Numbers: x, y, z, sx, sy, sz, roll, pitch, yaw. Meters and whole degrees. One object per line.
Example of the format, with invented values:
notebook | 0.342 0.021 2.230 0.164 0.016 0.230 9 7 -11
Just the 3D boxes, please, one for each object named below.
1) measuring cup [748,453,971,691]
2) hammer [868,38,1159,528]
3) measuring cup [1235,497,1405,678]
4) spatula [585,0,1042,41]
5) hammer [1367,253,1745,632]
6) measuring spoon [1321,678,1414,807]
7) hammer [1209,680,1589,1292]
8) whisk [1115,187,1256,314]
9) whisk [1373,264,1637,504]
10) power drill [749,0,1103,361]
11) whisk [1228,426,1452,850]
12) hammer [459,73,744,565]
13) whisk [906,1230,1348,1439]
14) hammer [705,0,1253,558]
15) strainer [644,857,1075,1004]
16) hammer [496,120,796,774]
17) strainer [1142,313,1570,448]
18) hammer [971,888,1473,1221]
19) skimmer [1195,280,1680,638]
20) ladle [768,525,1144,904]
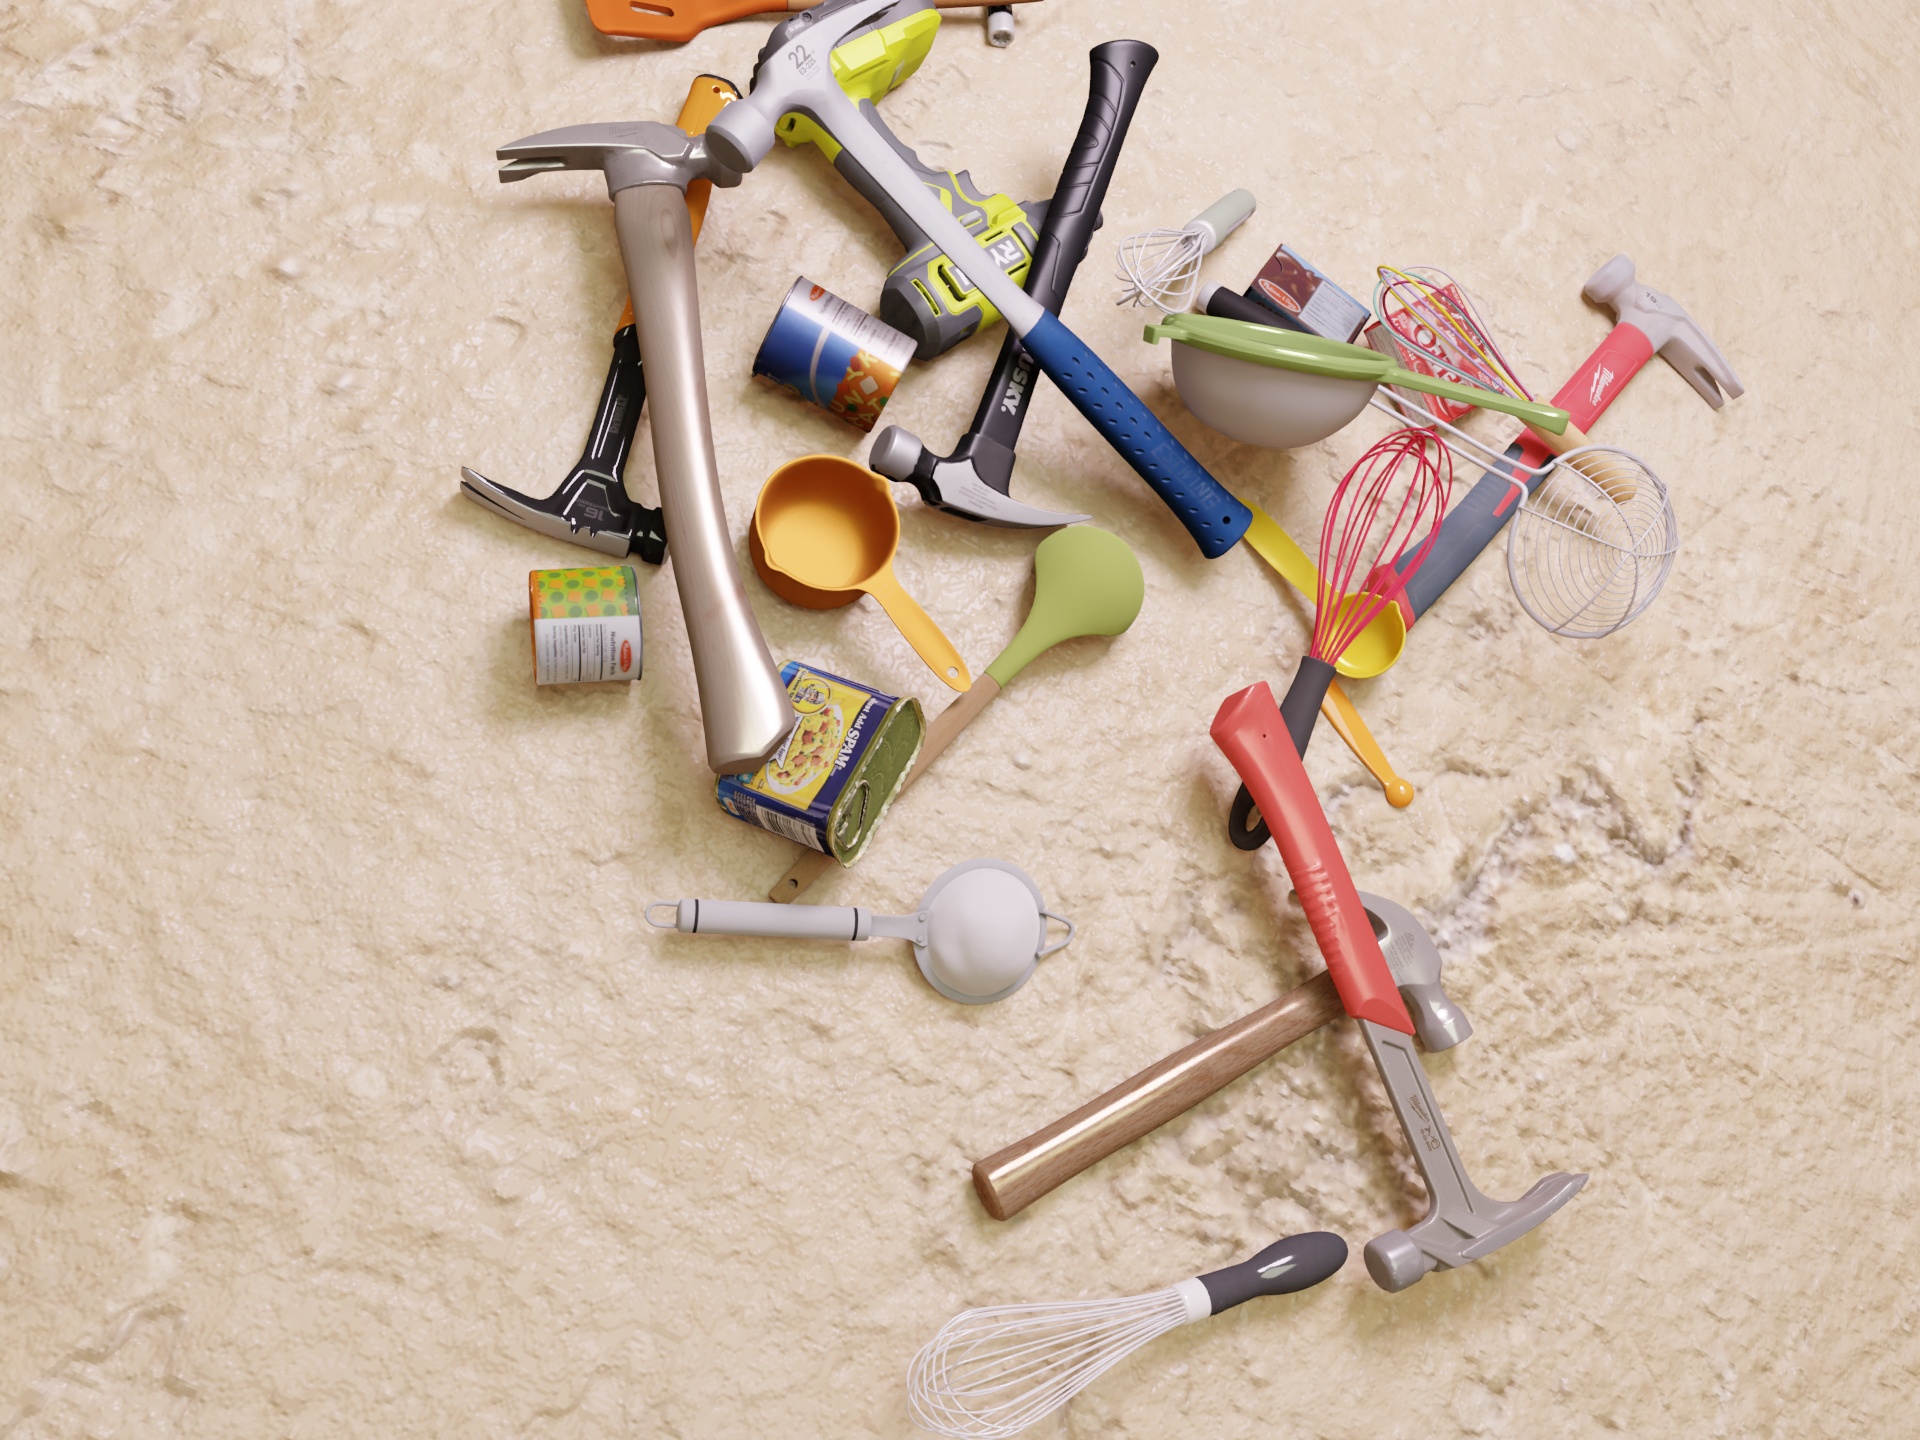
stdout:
measuring cup | -0.058 -0.079 0.963 0.095 0.052 0.173 -40 90 -23
hammer | 0.062 -0.281 1.014 0.146 0.035 0.335 23 82 -25
measuring cup | 0.236 -0.091 1.068 0.062 0.029 0.157 -43 73 10
spatula | -0.094 -0.494 1.076 0.322 0.041 0.081 -8 76 -14
hammer | 0.425 -0.181 1.146 0.143 0.038 0.386 46 67 -1
measuring spoon | 0.264 0.007 1.054 0.021 0.011 0.117 -33 85 -23
hammer | 0.246 0.144 0.956 0.149 0.036 0.359 -19 84 -20
whisk | 0.156 -0.317 1.055 0.059 0.058 0.246 47 38 -5
whisk | 0.378 -0.232 1.101 0.245 0.047 0.051 39 66 -9
power drill | -0.020 -0.367 1.051 0.171 0.080 0.223 -35 90 -22
whisk | 0.236 -0.054 1.011 0.073 0.073 0.296 25 86 -8
hammer | -0.200 -0.263 0.985 0.127 0.034 0.337 17 69 -13
whisk | 0.100 0.334 0.885 0.284 0.070 0.070 -9 77 -24
hammer | 0.040 -0.253 0.964 0.405 0.035 0.144 42 75 -21
strainer | -0.049 0.118 0.906 0.258 0.050 0.087 5 90 -15
hammer | -0.170 -0.166 0.915 0.146 0.038 0.411 -8 73 -13
strainer | 0.242 -0.195 0.995 0.256 0.069 0.151 20 22 20
hammer | 0.152 0.201 0.951 0.331 0.031 0.130 -24 82 -22
skimmer | 0.316 -0.190 1.085 0.363 0.090 0.127 36 89 19
ladle | -0.002 -0.003 0.968 0.078 0.062 0.320 45 74 -1
